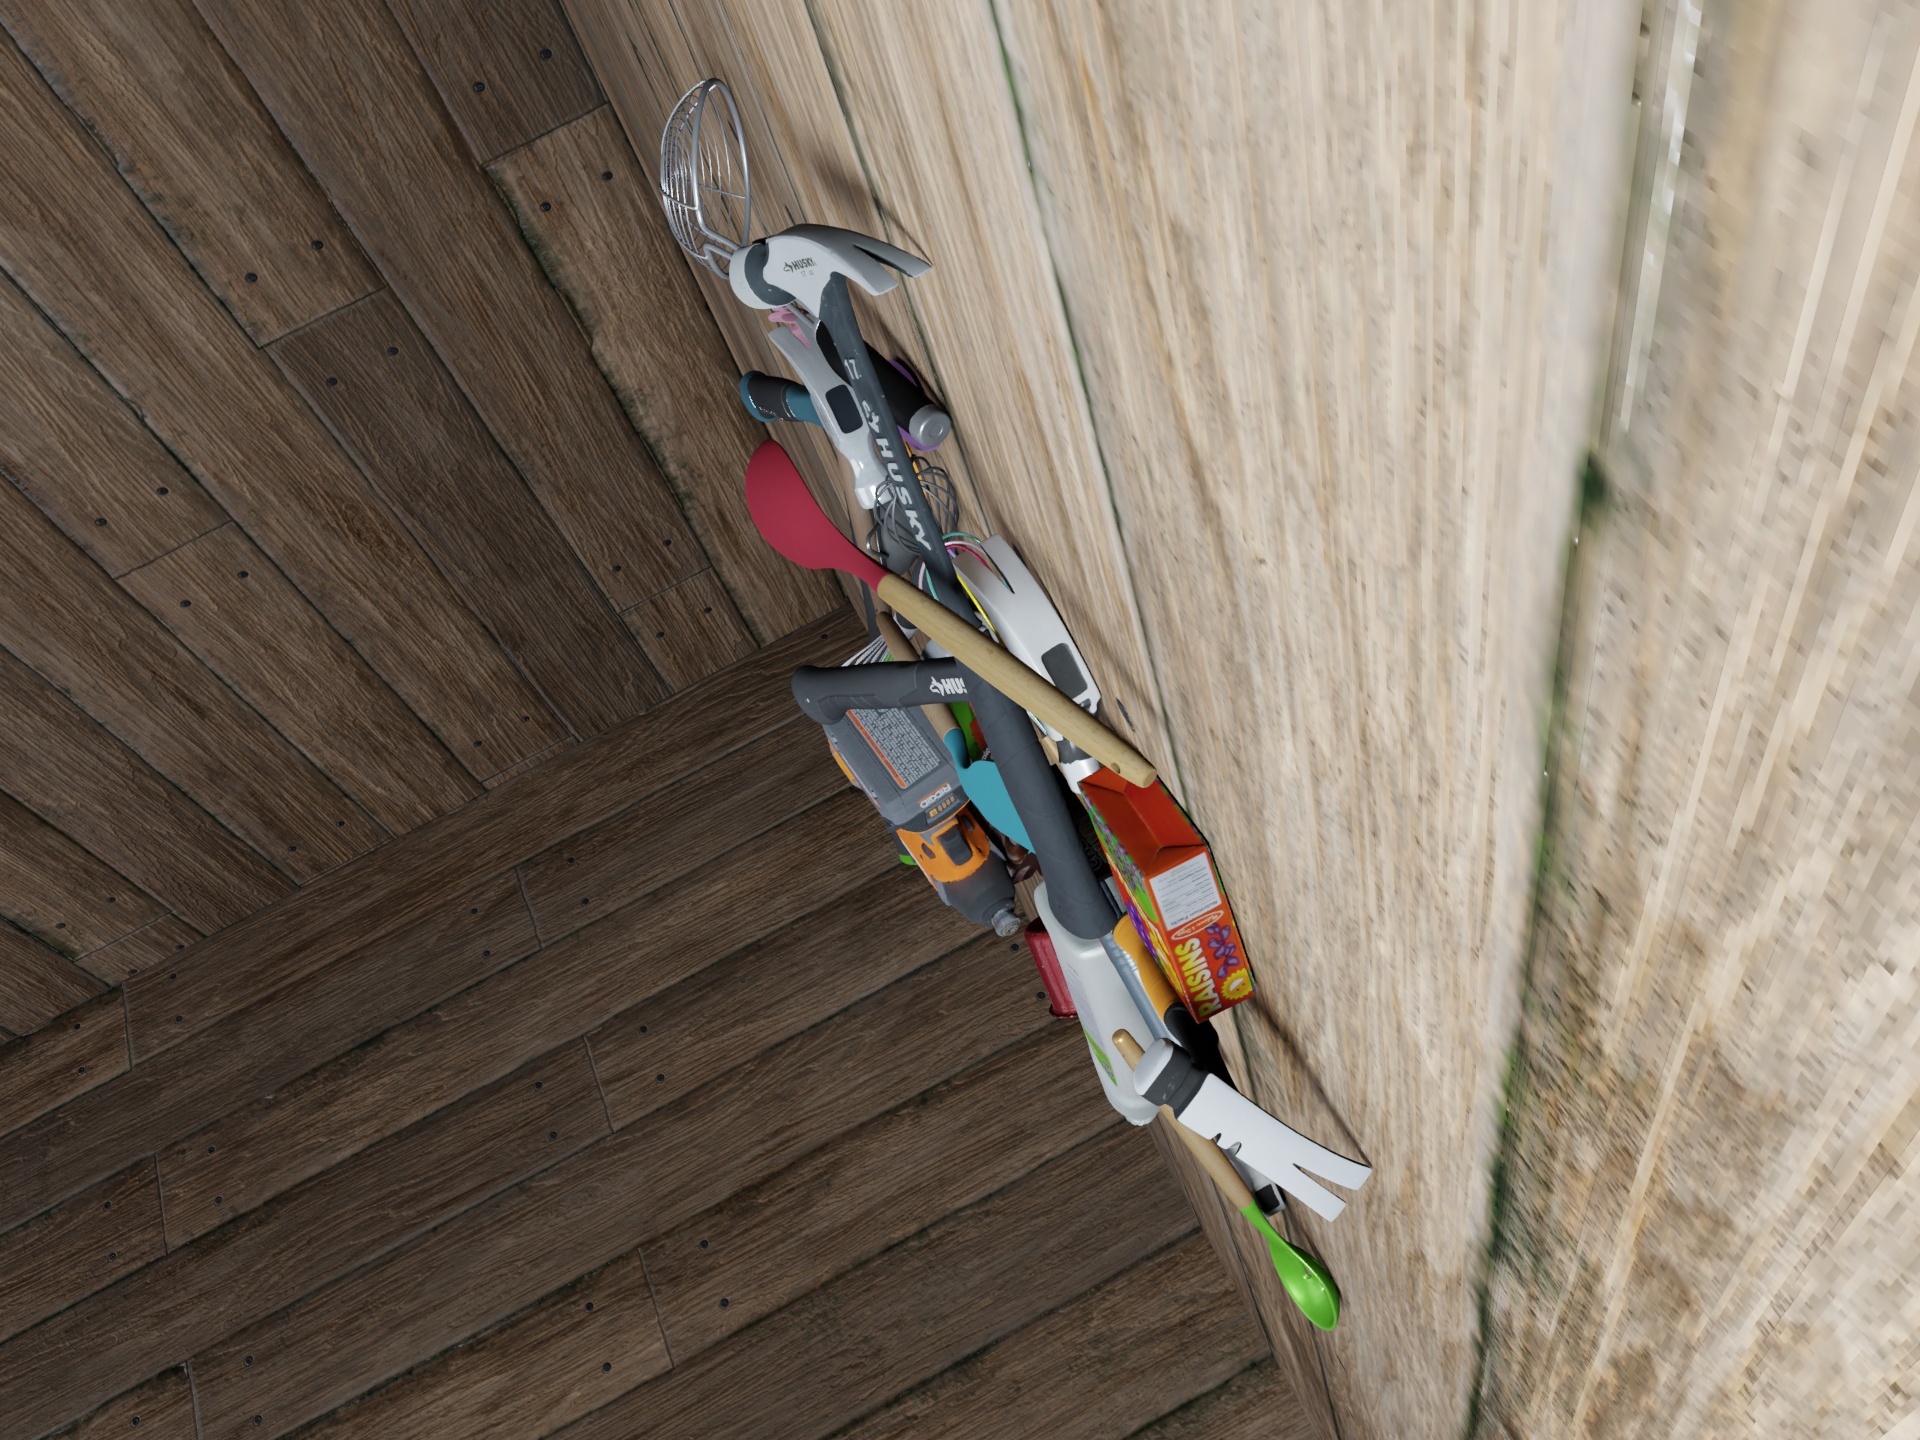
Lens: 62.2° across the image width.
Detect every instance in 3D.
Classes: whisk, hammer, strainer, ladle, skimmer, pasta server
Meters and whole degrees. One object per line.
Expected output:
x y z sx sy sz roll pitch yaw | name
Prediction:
-0.013 -0.112 1.077 0.055 0.055 0.238 61 -179 20 | whisk
0.139 0.179 0.940 0.127 0.034 0.337 34 -174 -7 | hammer
-0.054 -0.162 1.329 0.258 0.050 0.087 -105 8 -78 | strainer
0.195 0.307 1.377 0.130 0.031 0.332 64 176 -28 | hammer
-0.053 -0.067 1.315 0.070 0.070 0.284 61 153 15 | whisk
-0.019 -0.055 0.791 0.316 0.031 0.069 38 147 34 | ladle
0.047 -0.013 0.976 0.245 0.051 0.047 57 147 1 | whisk
-0.090 -0.282 0.987 0.364 0.090 0.127 47 158 35 | skimmer
0.080 0.105 1.165 0.386 0.038 0.143 61 166 3 | hammer
-0.121 -0.236 1.185 0.128 0.033 0.331 66 170 -19 | hammer
-0.098 -0.203 1.313 0.060 0.040 0.315 53 162 45 | pasta server
-0.028 -0.029 0.992 0.335 0.035 0.146 -1 117 61 | hammer
0.002 -0.058 0.821 0.149 0.036 0.408 17 135 59 | hammer

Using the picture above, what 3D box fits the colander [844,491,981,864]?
-0.035 -0.067 1.503 0.204 0.094 0.397 157 103 -71 | colander

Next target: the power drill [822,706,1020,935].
-0.019 0.074 1.247 0.164 0.084 0.226 52 173 31 | power drill

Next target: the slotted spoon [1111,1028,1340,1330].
0.202 0.344 1.192 0.313 0.031 0.070 54 162 -19 | slotted spoon

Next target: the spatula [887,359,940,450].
-0.055 -0.205 1.075 0.059 0.018 0.316 66 172 -12 | spatula

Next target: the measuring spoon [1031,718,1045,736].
0.058 0.014 1.186 0.124 0.018 0.034 59 176 8 | measuring spoon

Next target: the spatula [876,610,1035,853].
-0.002 -0.004 1.107 0.318 0.044 0.082 -122 13 -54 | spatula

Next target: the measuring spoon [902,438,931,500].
-0.050 -0.207 1.133 0.116 0.011 0.021 63 176 -17 | measuring spoon
